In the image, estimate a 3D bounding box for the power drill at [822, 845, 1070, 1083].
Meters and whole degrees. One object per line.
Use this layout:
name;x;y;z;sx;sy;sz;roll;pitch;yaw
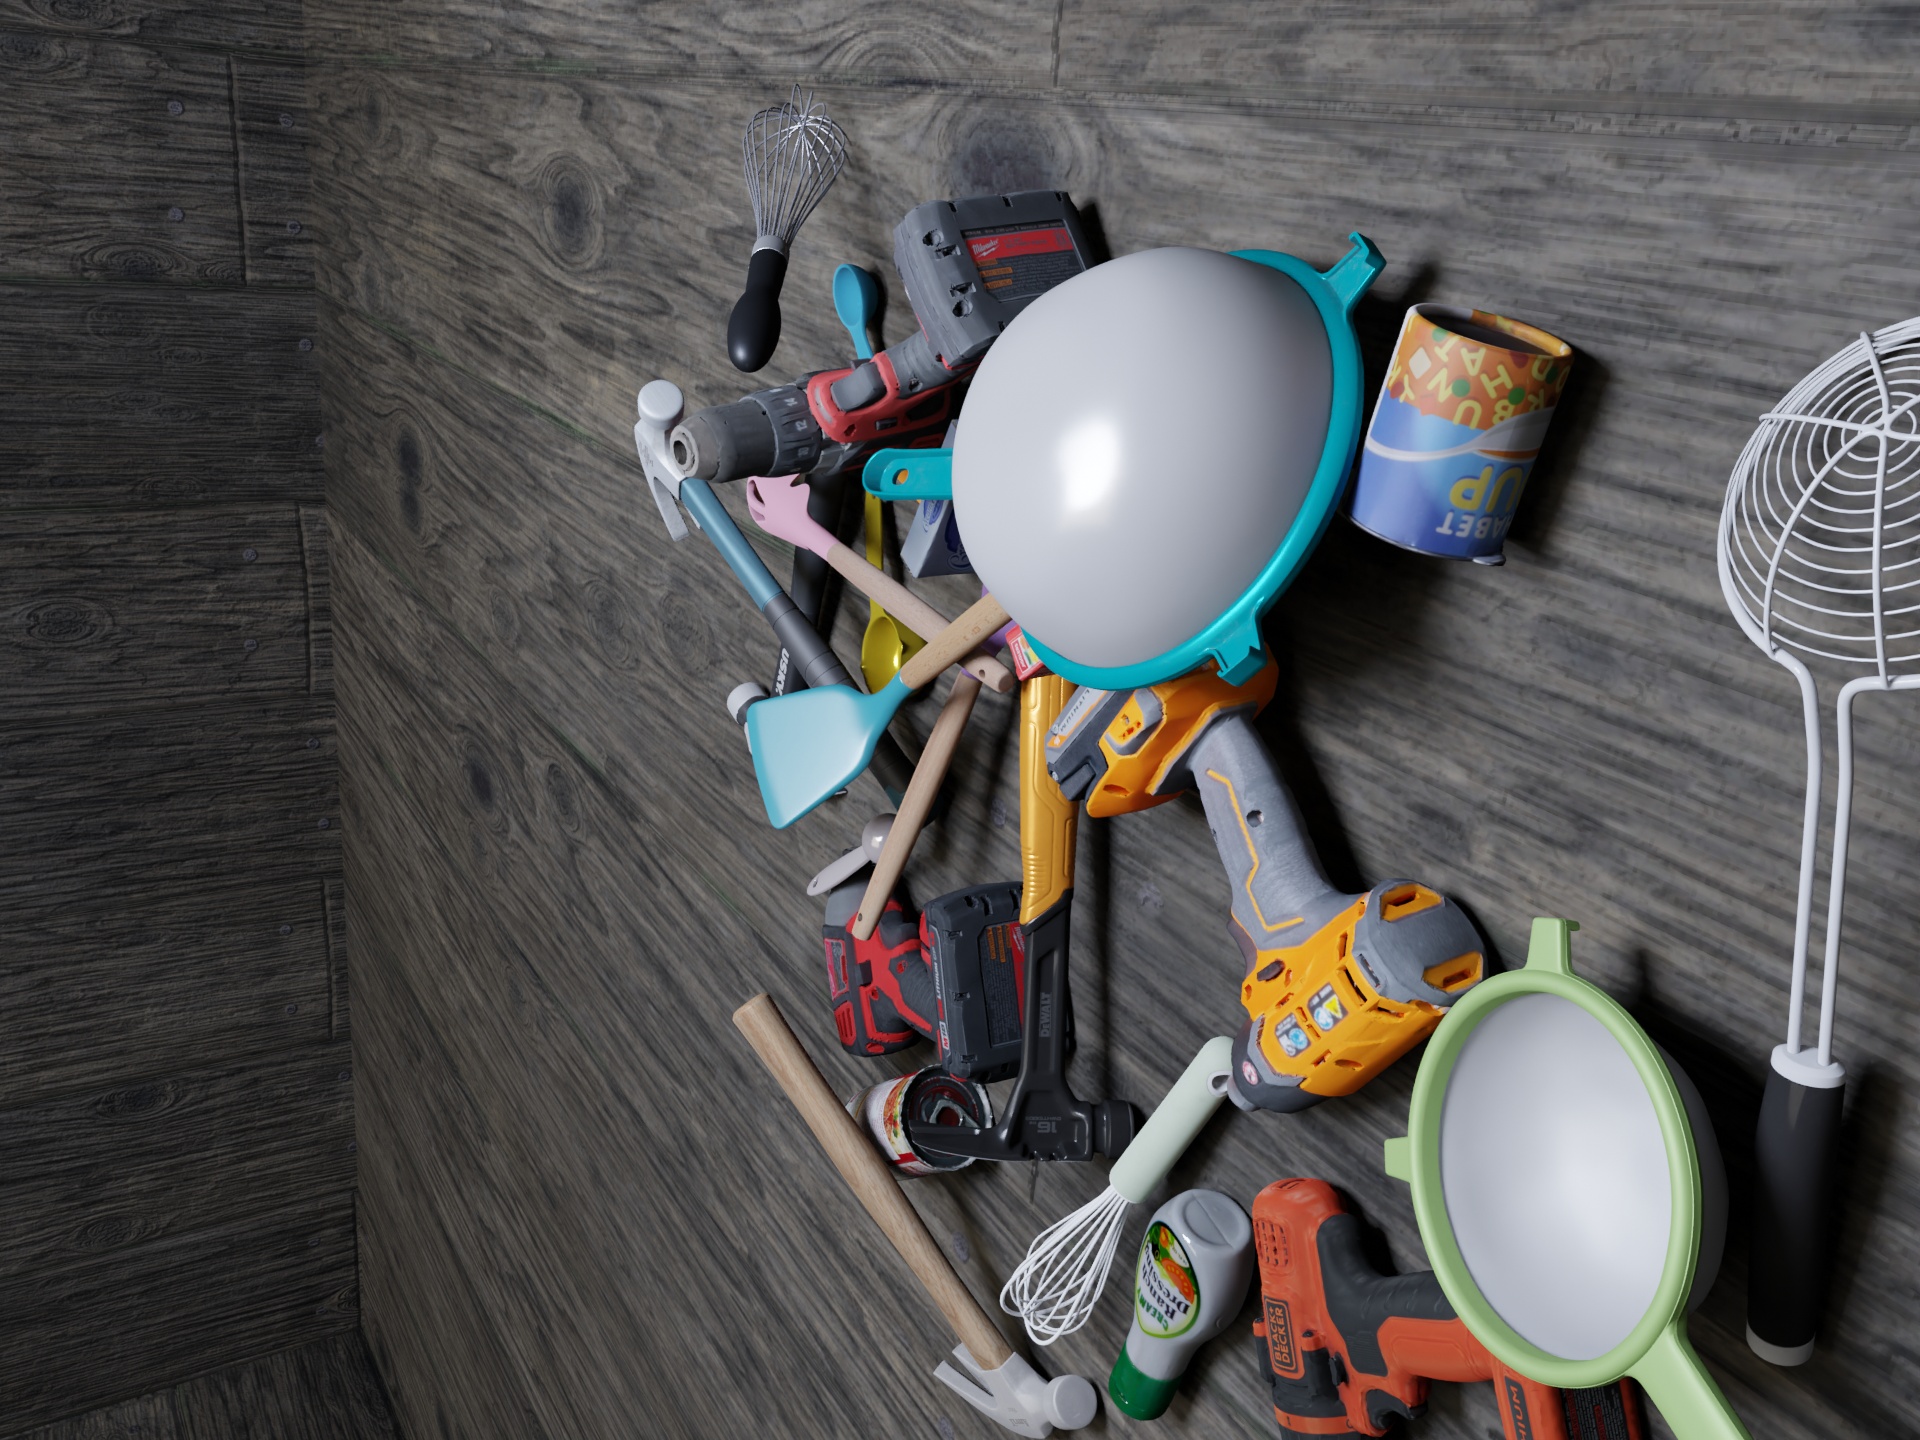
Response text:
power drill;-0.024;0.154;1.029;0.220;0.078;0.143;-6;91;61

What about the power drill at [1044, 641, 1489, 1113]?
power drill;0.132;0.073;0.760;0.227;0.084;0.164;60;142;25

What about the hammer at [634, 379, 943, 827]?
hammer;-0.116;-0.067;1.059;0.331;0.033;0.128;54;162;8

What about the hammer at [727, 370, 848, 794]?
hammer;-0.106;-0.094;1.128;0.146;0.035;0.334;51;139;40

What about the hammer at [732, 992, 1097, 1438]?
hammer;-0.044;0.320;1.033;0.331;0.031;0.130;54;146;6

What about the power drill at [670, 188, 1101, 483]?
power drill;-0.043;-0.197;0.882;0.226;0.188;0.080;-26;85;53

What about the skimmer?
skimmer;0.305;0.053;0.527;0.127;0.090;0.363;28;130;56

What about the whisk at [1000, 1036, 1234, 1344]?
whisk;0.089;0.260;0.877;0.246;0.057;0.059;-61;23;29

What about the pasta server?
pasta server;-0.056;-0.094;0.974;0.317;0.040;0.060;39;137;45

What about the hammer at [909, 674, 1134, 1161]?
hammer;0.041;0.081;0.889;0.034;0.127;0.337;-126;38;-83

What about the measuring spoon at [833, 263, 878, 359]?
measuring spoon;-0.054;-0.239;1.050;0.042;0.021;0.128;-11;96;63

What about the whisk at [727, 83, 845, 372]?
whisk;-0.114;-0.305;0.987;0.070;0.070;0.285;122;159;-45

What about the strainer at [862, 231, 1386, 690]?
strainer;0.025;-0.132;0.744;0.340;0.095;0.211;10;81;53

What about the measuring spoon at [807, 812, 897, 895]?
measuring spoon;-0.077;0.091;1.056;0.124;0.018;0.034;-37;32;49

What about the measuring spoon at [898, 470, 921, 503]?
measuring spoon;-0.024;-0.151;1.018;0.117;0.011;0.021;47;141;33

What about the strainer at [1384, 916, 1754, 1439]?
strainer;0.256;0.203;0.566;0.257;0.069;0.151;-113;34;-49

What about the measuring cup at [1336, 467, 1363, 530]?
measuring cup;0.136;-0.134;0.743;0.168;0.038;0.083;53;138;41

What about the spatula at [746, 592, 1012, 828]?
spatula;-0.022;-0.033;0.869;0.317;0.044;0.082;-36;62;48

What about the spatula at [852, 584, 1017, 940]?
spatula;-0.002;-0.003;0.945;0.060;0.018;0.316;43;115;46

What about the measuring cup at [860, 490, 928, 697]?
measuring cup;-0.044;-0.090;1.060;0.062;0.029;0.156;-23;68;59
